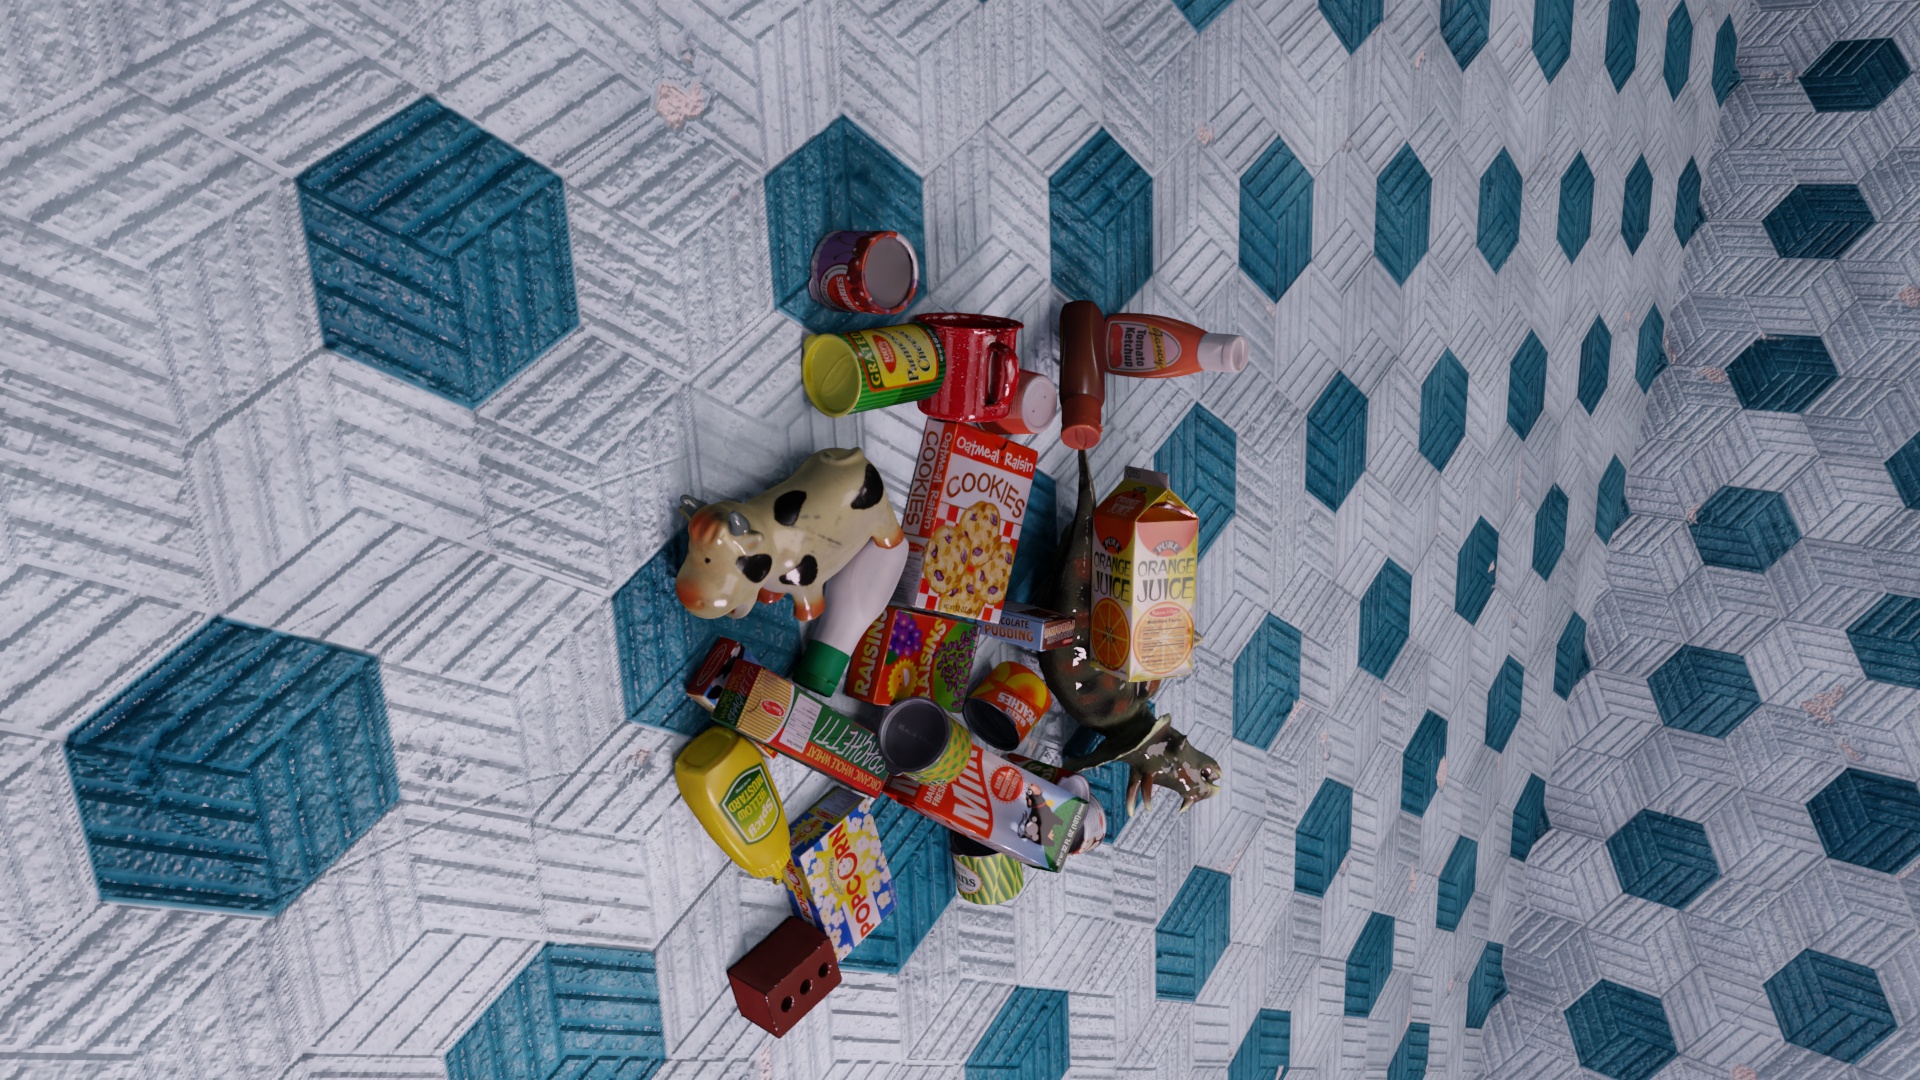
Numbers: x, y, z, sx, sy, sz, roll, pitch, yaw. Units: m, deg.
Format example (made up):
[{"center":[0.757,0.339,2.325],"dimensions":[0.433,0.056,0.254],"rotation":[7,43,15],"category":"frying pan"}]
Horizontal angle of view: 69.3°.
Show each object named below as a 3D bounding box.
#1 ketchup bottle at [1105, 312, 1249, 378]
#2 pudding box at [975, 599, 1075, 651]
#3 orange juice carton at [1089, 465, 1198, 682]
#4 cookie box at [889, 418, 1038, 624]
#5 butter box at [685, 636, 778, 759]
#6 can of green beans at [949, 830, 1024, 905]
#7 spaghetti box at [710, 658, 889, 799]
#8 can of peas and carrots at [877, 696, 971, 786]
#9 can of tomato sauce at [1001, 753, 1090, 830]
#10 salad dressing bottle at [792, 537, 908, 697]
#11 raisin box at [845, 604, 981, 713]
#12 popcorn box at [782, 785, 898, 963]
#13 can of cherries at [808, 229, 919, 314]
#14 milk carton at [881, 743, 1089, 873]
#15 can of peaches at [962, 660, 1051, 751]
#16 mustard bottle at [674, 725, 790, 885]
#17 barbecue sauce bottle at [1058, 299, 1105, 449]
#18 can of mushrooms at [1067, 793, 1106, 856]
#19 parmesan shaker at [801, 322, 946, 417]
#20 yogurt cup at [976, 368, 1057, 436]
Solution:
[{"center":[0.212,-0.190,1.375],"dimensions":[0.044,0.149,0.064],"rotation":[-15,110,-49],"category":"ketchup bottle"},{"center":[0.060,0.079,1.311],"dimensions":[0.050,0.084,0.030],"rotation":[-4,103,-49],"category":"pudding box"},{"center":[0.171,0.029,1.298],"dimensions":[0.073,0.072,0.192],"rotation":[-3,99,-26],"category":"orange juice carton"},{"center":[0.004,-0.016,1.256],"dimensions":[0.123,0.040,0.167],"rotation":[16,87,-50],"category":"cookie box"},{"center":[-0.169,0.126,1.099],"dimensions":[0.053,0.024,0.103],"rotation":[-59,136,-22],"category":"butter box"},{"center":[0.026,0.309,1.339],"dimensions":[0.071,0.071,0.057],"rotation":[-29,120,-42],"category":"can of green beans"},{"center":[-0.119,0.157,1.123],"dimensions":[0.050,0.029,0.249],"rotation":[-67,151,-13],"category":"spaghetti box"},{"center":[-0.031,0.176,1.193],"dimensions":[0.071,0.071,0.058],"rotation":[-67,152,-14],"category":"can of peas and carrots"},{"center":[0.075,0.250,1.369],"dimensions":[0.071,0.083,0.071],"rotation":[-15,110,-47],"category":"can of tomato sauce"},{"center":[-0.093,0.057,1.158],"dimensions":[0.064,0.044,0.148],"rotation":[41,69,-50],"category":"salad dressing bottle"},{"center":[-0.041,0.105,1.233],"dimensions":[0.123,0.040,0.086],"rotation":[15,88,-51],"category":"raisin box"},{"center":[-0.106,0.290,1.200],"dimensions":[0.085,0.038,0.126],"rotation":[-37,125,-38],"category":"popcorn box"},{"center":[-0.077,-0.211,1.101],"dimensions":[0.072,0.058,0.071],"rotation":[-15,110,-48],"category":"can of cherries"},{"center":[0.011,0.228,1.260],"dimensions":[0.190,0.073,0.072],"rotation":[27,74,-11],"category":"milk carton"},{"center":[0.046,0.157,1.323],"dimensions":[0.058,0.071,0.071],"rotation":[-45,130,-35],"category":"can of peaches"},{"center":[-0.169,0.220,1.101],"dimensions":[0.065,0.049,0.159],"rotation":[-45,130,-31],"category":"mustard bottle"},{"center":[0.114,-0.153,1.301],"dimensions":[0.064,0.043,0.149],"rotation":[71,18,-52],"category":"barbecue sauce bottle"},{"center":[0.114,0.293,1.441],"dimensions":[0.033,0.071,0.071],"rotation":[-6,103,-47],"category":"can of mushrooms"},{"center":[-0.069,-0.142,1.122],"dimensions":[0.103,0.071,0.071],"rotation":[-18,113,-47],"category":"parmesan shaker"},{"center":[0.052,-0.128,1.276],"dimensions":[0.072,0.054,0.072],"rotation":[-14,109,-47],"category":"yogurt cup"}]
